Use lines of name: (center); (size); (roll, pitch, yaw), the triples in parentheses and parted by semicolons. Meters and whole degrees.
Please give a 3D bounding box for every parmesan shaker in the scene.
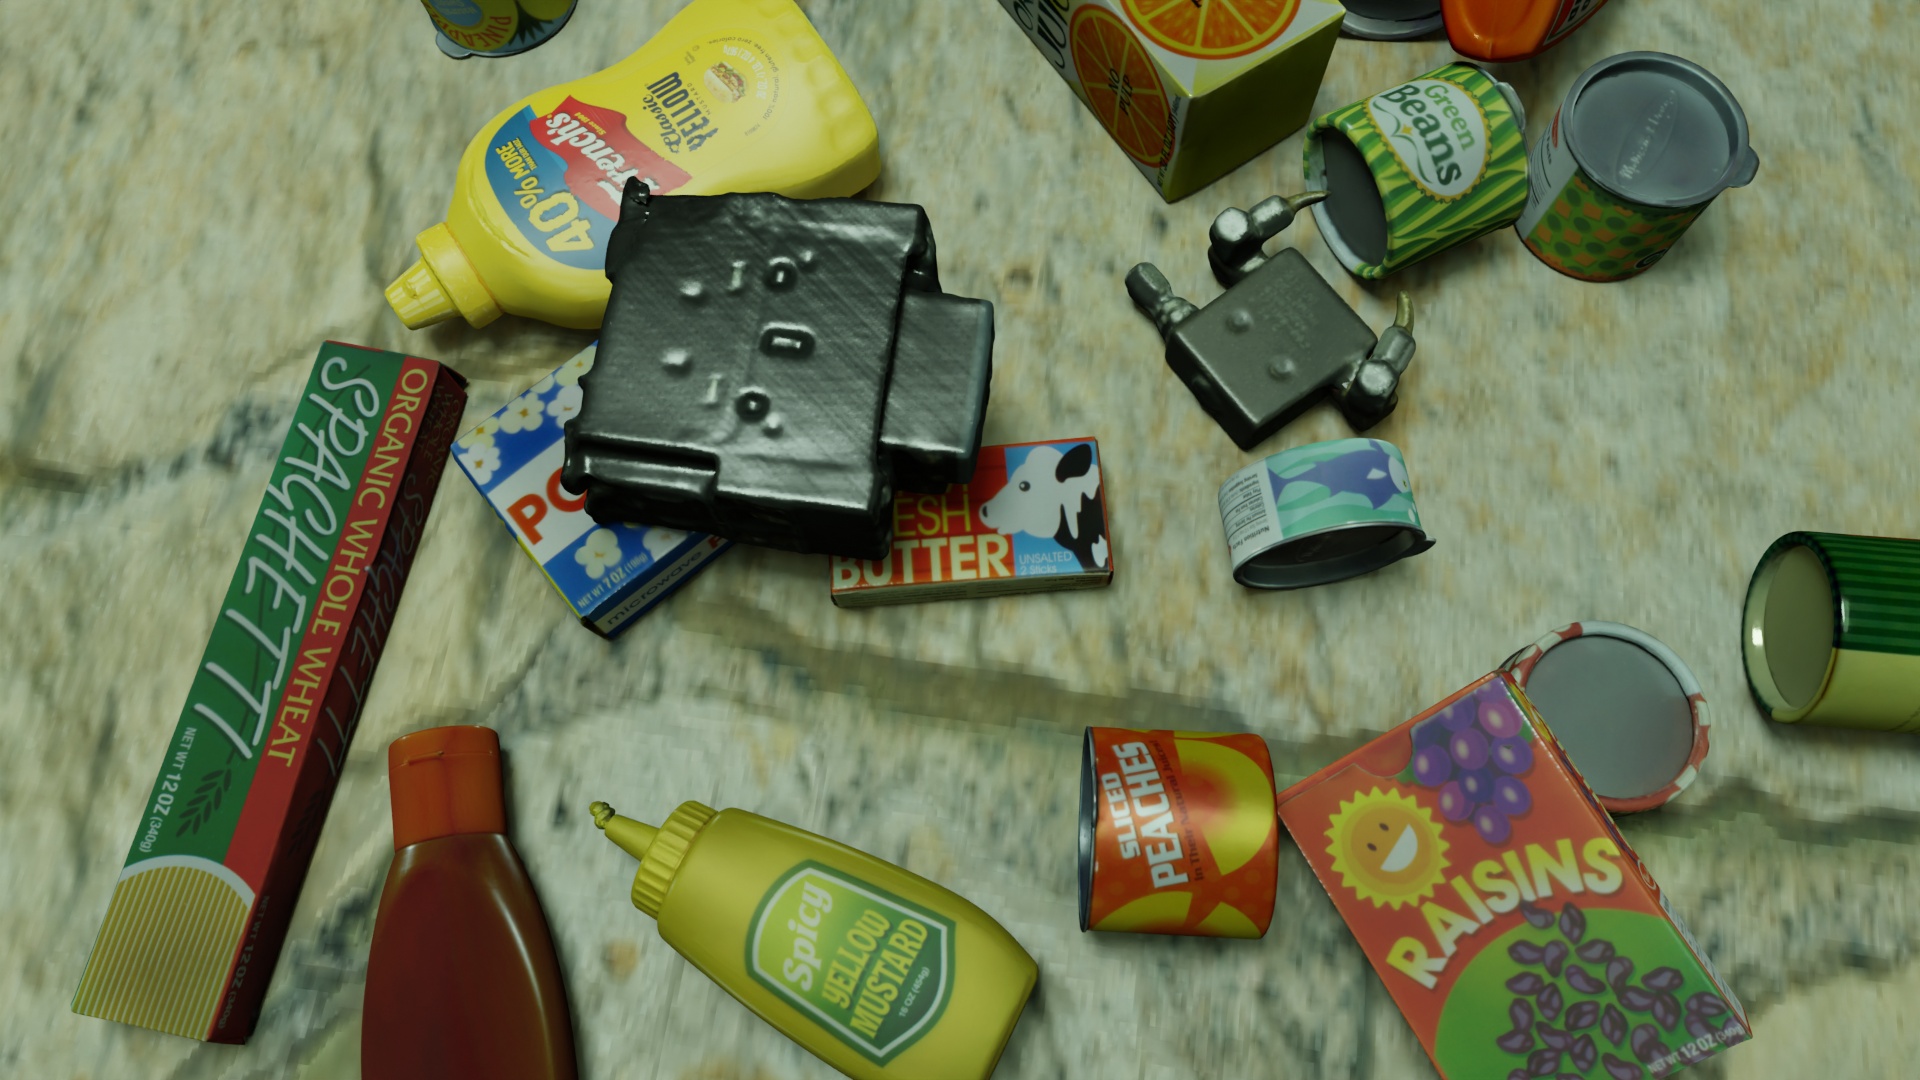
parmesan shaker: (0.328, 0.030, 0.461); (0.103, 0.071, 0.071); (5, 72, 4)

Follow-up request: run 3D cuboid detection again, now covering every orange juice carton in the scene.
orange juice carton: (0.061, -0.239, 0.561); (0.073, 0.071, 0.193); (-32, 74, -9)

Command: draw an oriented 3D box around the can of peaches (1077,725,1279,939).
can of peaches: (0.069, 0.093, 0.448); (0.058, 0.071, 0.071); (3, 72, 2)

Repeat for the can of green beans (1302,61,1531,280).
can of green beans: (0.171, -0.139, 0.526); (0.058, 0.071, 0.071); (-23, 72, -5)

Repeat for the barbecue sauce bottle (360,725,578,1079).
barbecue sauce bottle: (-0.164, 0.137, 0.455); (0.065, 0.043, 0.149); (-12, 71, -2)

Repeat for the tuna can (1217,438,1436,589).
tuna can: (0.127, -0.009, 0.484); (0.071, 0.071, 0.033); (-8, 71, -1)

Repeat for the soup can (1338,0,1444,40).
soup can: (0.181, -0.261, 0.565); (0.071, 0.071, 0.084); (4, 71, 3)

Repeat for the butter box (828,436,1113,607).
butter box: (0.002, -0.006, 0.508); (0.103, 0.024, 0.053); (-4, 72, 0)

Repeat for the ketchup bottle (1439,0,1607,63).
ketchup bottle: (0.232, -0.228, 0.533); (0.043, 0.064, 0.149); (18, 36, 34)

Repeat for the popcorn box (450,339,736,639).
popcorn box: (-0.109, -0.036, 0.514); (0.127, 0.038, 0.085); (-39, 75, -11)

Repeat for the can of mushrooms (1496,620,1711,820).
can of mushrooms: (0.215, 0.064, 0.473); (0.071, 0.033, 0.071); (0, 71, 1)

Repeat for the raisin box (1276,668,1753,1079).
raisin box: (0.169, 0.114, 0.438); (0.086, 0.040, 0.123); (-37, 71, 21)

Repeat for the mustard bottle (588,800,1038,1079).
mustard bottle: (-0.056, 0.125, 0.453); (0.160, 0.048, 0.065); (25, 72, 10)

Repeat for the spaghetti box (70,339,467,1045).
spaghetti box: (-0.240, 0.045, 0.496); (0.050, 0.028, 0.251); (10, 72, 4)

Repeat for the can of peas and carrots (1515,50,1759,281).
can of peas and carrots: (0.254, -0.140, 0.528); (0.071, 0.058, 0.071); (0, 72, 1)

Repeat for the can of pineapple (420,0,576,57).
can of pineapple: (-0.201, -0.246, 0.579); (0.071, 0.057, 0.071); (0, 72, 2)
